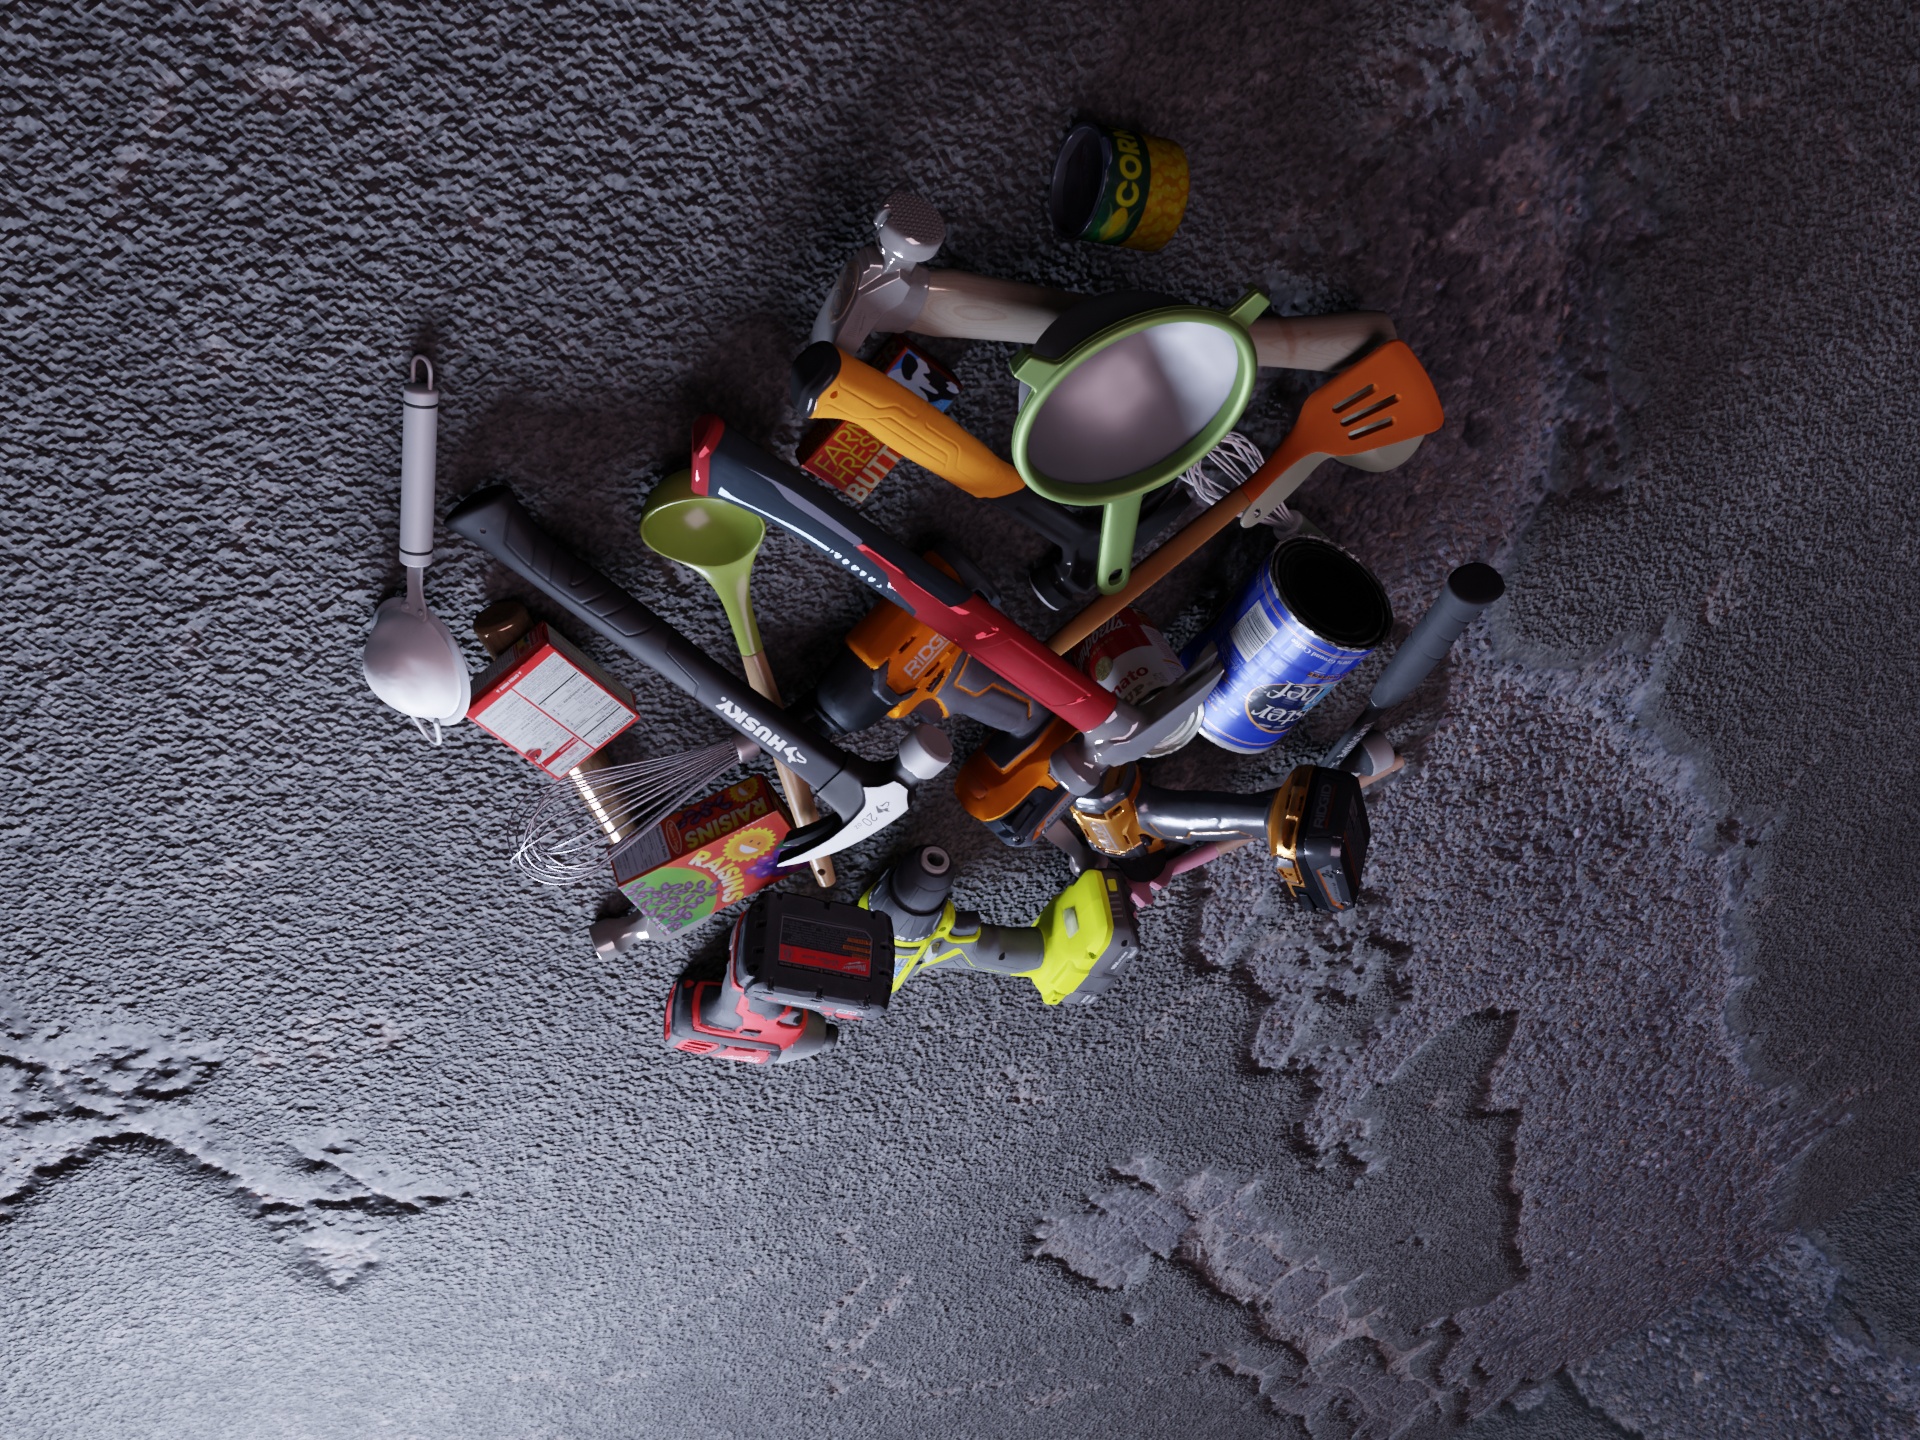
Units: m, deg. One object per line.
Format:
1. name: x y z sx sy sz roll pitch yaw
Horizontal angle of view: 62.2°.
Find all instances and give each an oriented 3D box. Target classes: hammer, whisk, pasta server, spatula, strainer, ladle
1. hammer: -0.252 0.045 1.117 0.130 0.031 0.331 -22 134 -4
2. whisk: 0.234 -0.146 1.161 0.059 0.058 0.246 -14 149 39
3. pasta server: 0.250 0.107 1.390 0.316 0.040 0.060 -25 172 -4
4. spatula: 0.175 -0.133 1.069 0.322 0.041 0.080 -39 126 5
5. hammer: -0.176 -0.031 1.000 0.334 0.035 0.146 37 122 -18
6. hammer: 0.018 -0.160 0.993 0.127 0.034 0.336 -39 148 21
7. strainer: -0.327 -0.091 0.946 0.050 0.087 0.258 -31 138 -54
8. ladle: -0.131 -0.017 1.044 0.078 0.062 0.320 -10 117 10
9. whisk: -0.177 0.031 1.089 0.284 0.070 0.070 -28 137 -23
10. hammer: 0.308 -0.013 1.178 0.149 0.036 0.408 -25 162 -12
11. hammer: 0.105 -0.236 0.985 0.410 0.038 0.146 -2 151 -31
12. hammer: -0.002 -0.084 1.003 0.386 0.038 0.143 33 119 -31
13. strainer: 0.091 -0.172 0.966 0.151 0.069 0.256 -18 151 -10

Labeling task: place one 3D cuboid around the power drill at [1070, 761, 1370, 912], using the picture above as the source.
1. power drill: 0.203 0.091 1.259 0.226 0.084 0.185 7 153 24

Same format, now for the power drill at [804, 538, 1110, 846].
1. power drill: -0.002 -0.004 1.137 0.164 0.084 0.226 -46 130 0

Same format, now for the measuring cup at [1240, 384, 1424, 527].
1. measuring cup: 0.263 -0.183 1.105 0.167 0.038 0.083 -41 132 -14

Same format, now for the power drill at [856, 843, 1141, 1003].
1. power drill: 0.024 0.165 1.281 0.228 0.080 0.190 5 142 -21

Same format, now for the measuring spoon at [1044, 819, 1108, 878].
1. measuring spoon: 0.087 0.102 1.326 0.034 0.018 0.124 -38 133 11

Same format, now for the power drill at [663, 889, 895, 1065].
1. power drill: -0.136 0.213 1.232 0.143 0.079 0.219 14 148 -20
